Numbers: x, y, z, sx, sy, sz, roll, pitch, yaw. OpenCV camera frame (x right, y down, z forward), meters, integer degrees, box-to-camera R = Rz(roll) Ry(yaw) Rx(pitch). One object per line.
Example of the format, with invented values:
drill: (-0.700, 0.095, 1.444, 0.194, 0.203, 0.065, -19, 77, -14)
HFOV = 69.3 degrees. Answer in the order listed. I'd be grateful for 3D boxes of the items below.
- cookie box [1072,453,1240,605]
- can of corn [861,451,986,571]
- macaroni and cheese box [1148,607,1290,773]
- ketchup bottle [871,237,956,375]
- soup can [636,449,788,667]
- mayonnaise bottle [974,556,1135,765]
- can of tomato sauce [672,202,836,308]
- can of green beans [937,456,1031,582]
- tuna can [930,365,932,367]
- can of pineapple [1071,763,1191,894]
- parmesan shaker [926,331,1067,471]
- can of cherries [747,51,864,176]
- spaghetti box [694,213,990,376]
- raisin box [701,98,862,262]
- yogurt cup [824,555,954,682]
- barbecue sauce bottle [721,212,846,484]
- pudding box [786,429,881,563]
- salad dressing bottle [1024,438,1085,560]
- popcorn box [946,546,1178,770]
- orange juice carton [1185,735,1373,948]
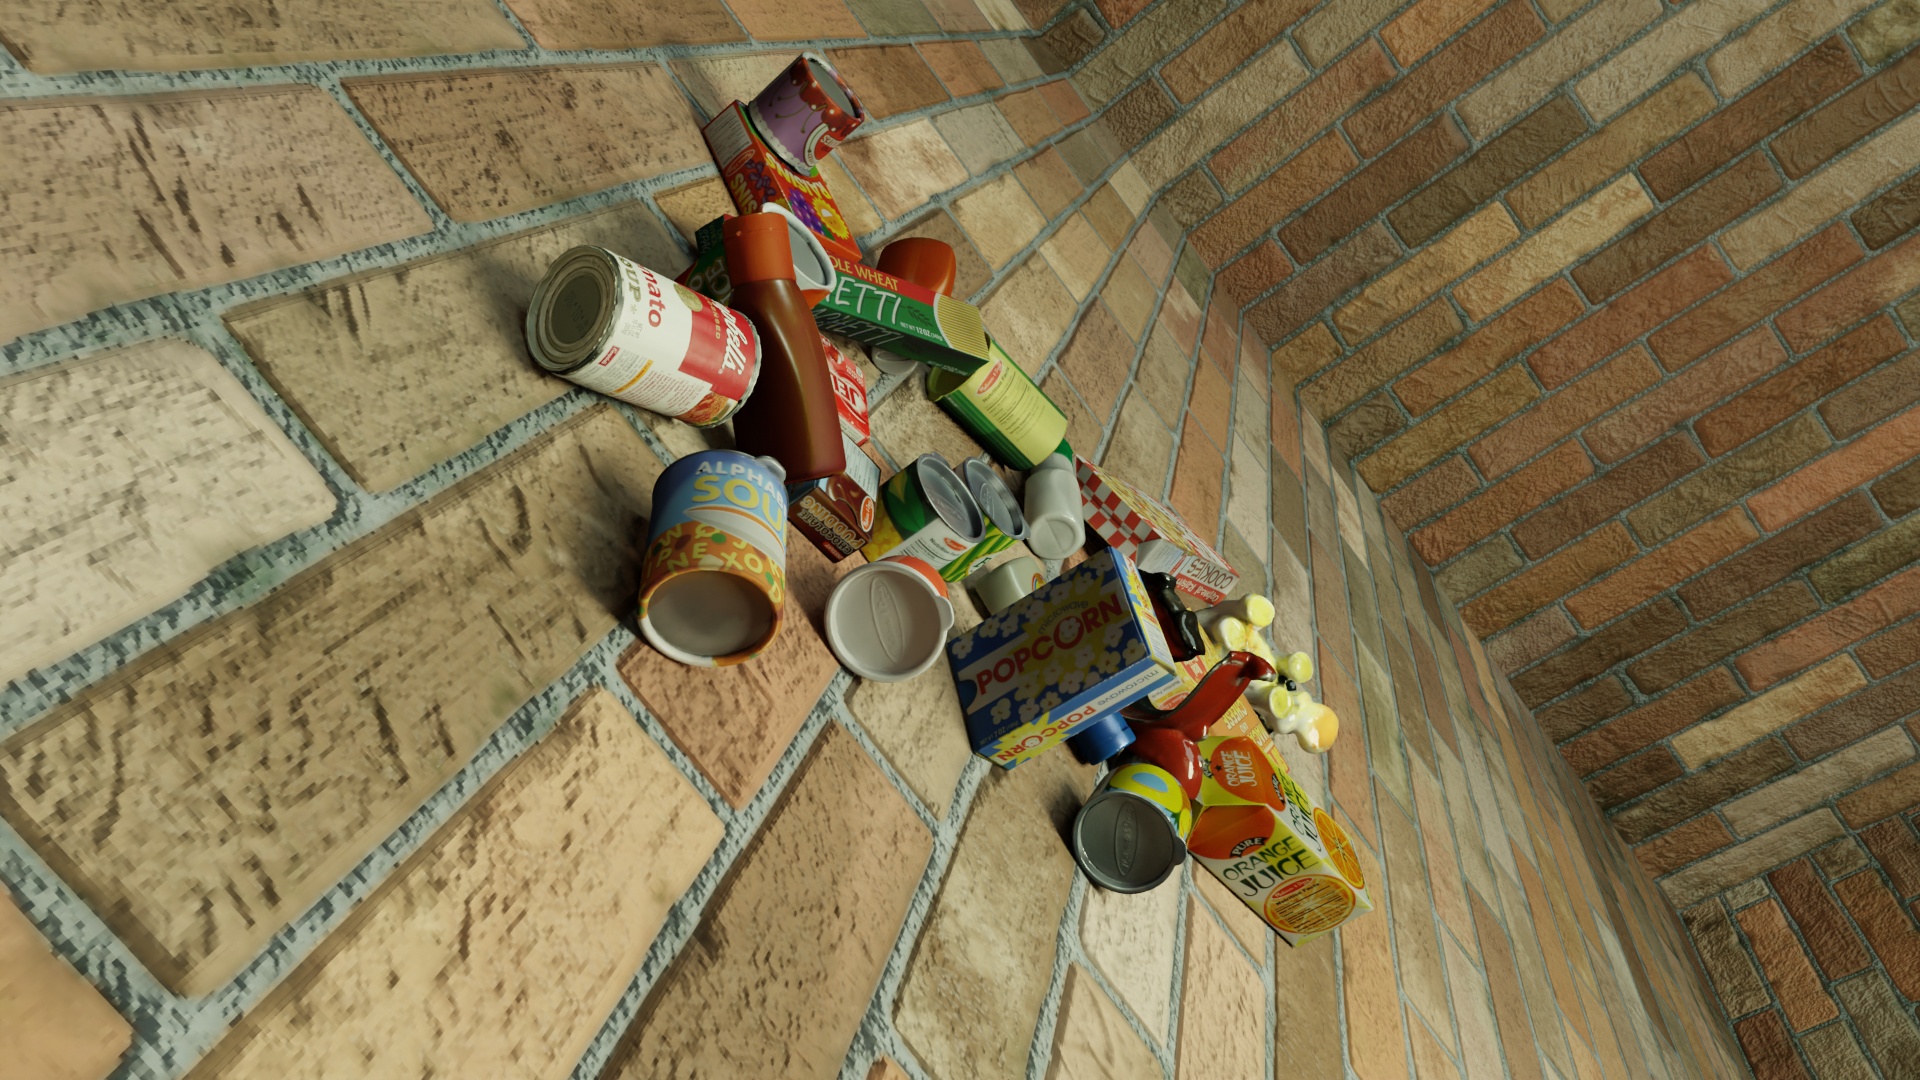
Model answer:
cookie box: (0.170, -0.008, 1.253, 0.123, 0.040, 0.167, 47, 15, 34)
can of corn: (-0.027, -0.013, 0.874, 0.071, 0.058, 0.071, 44, 24, -26)
macaroni and cheese box: (0.205, 0.142, 1.158, 0.166, 0.040, 0.124, 59, 23, 9)
ketchup bottle: (-0.042, -0.186, 1.095, 0.149, 0.065, 0.043, -81, 168, -50)
soup can: (-0.113, 0.006, 0.651, 0.071, 0.071, 0.084, 41, 26, -32)
mayonnaise bottle: (0.067, 0.082, 0.955, 0.148, 0.041, 0.065, 58, 20, 9)
can of tomato sauce: (-0.126, -0.152, 0.834, 0.071, 0.083, 0.071, 45, 23, -25)
can of green beans: (0.002, -0.013, 0.936, 0.071, 0.057, 0.071, 44, 24, -25)
tuna can: (-0.012, -0.170, 1.166, 0.071, 0.032, 0.071, 44, 24, -26)
can of pineapple: (0.110, 0.180, 0.869, 0.071, 0.071, 0.058, 56, 21, 2)
parmesan shaker: (0.028, -0.109, 1.125, 0.103, 0.071, 0.072, 42, 25, -32)
can of cherries: (-0.112, -0.314, 1.025, 0.071, 0.058, 0.072, 44, 23, -25)
spaghetti box: (-0.074, -0.167, 0.972, 0.250, 0.028, 0.050, 11, 59, -47)
raisin box: (-0.133, -0.257, 1.034, 0.086, 0.040, 0.124, 16, 43, -59)
yogurt cup: (-0.037, 0.040, 0.774, 0.072, 0.072, 0.054, 54, 13, -4)
barbecue sauce bottle: (-0.104, -0.105, 0.773, 0.044, 0.065, 0.148, -11, 92, -51)
pudding box: (-0.076, -0.031, 0.837, 0.049, 0.030, 0.084, 46, 23, -25)
salad dressing bottle: (0.076, -0.040, 1.148, 0.064, 0.044, 0.148, 61, 16, -26)
popcorn box: (0.060, 0.072, 0.842, 0.038, 0.126, 0.085, 37, 28, -45)
orange juice carton: (0.223, 0.217, 1.043, 0.192, 0.073, 0.072, 44, 24, -26)
